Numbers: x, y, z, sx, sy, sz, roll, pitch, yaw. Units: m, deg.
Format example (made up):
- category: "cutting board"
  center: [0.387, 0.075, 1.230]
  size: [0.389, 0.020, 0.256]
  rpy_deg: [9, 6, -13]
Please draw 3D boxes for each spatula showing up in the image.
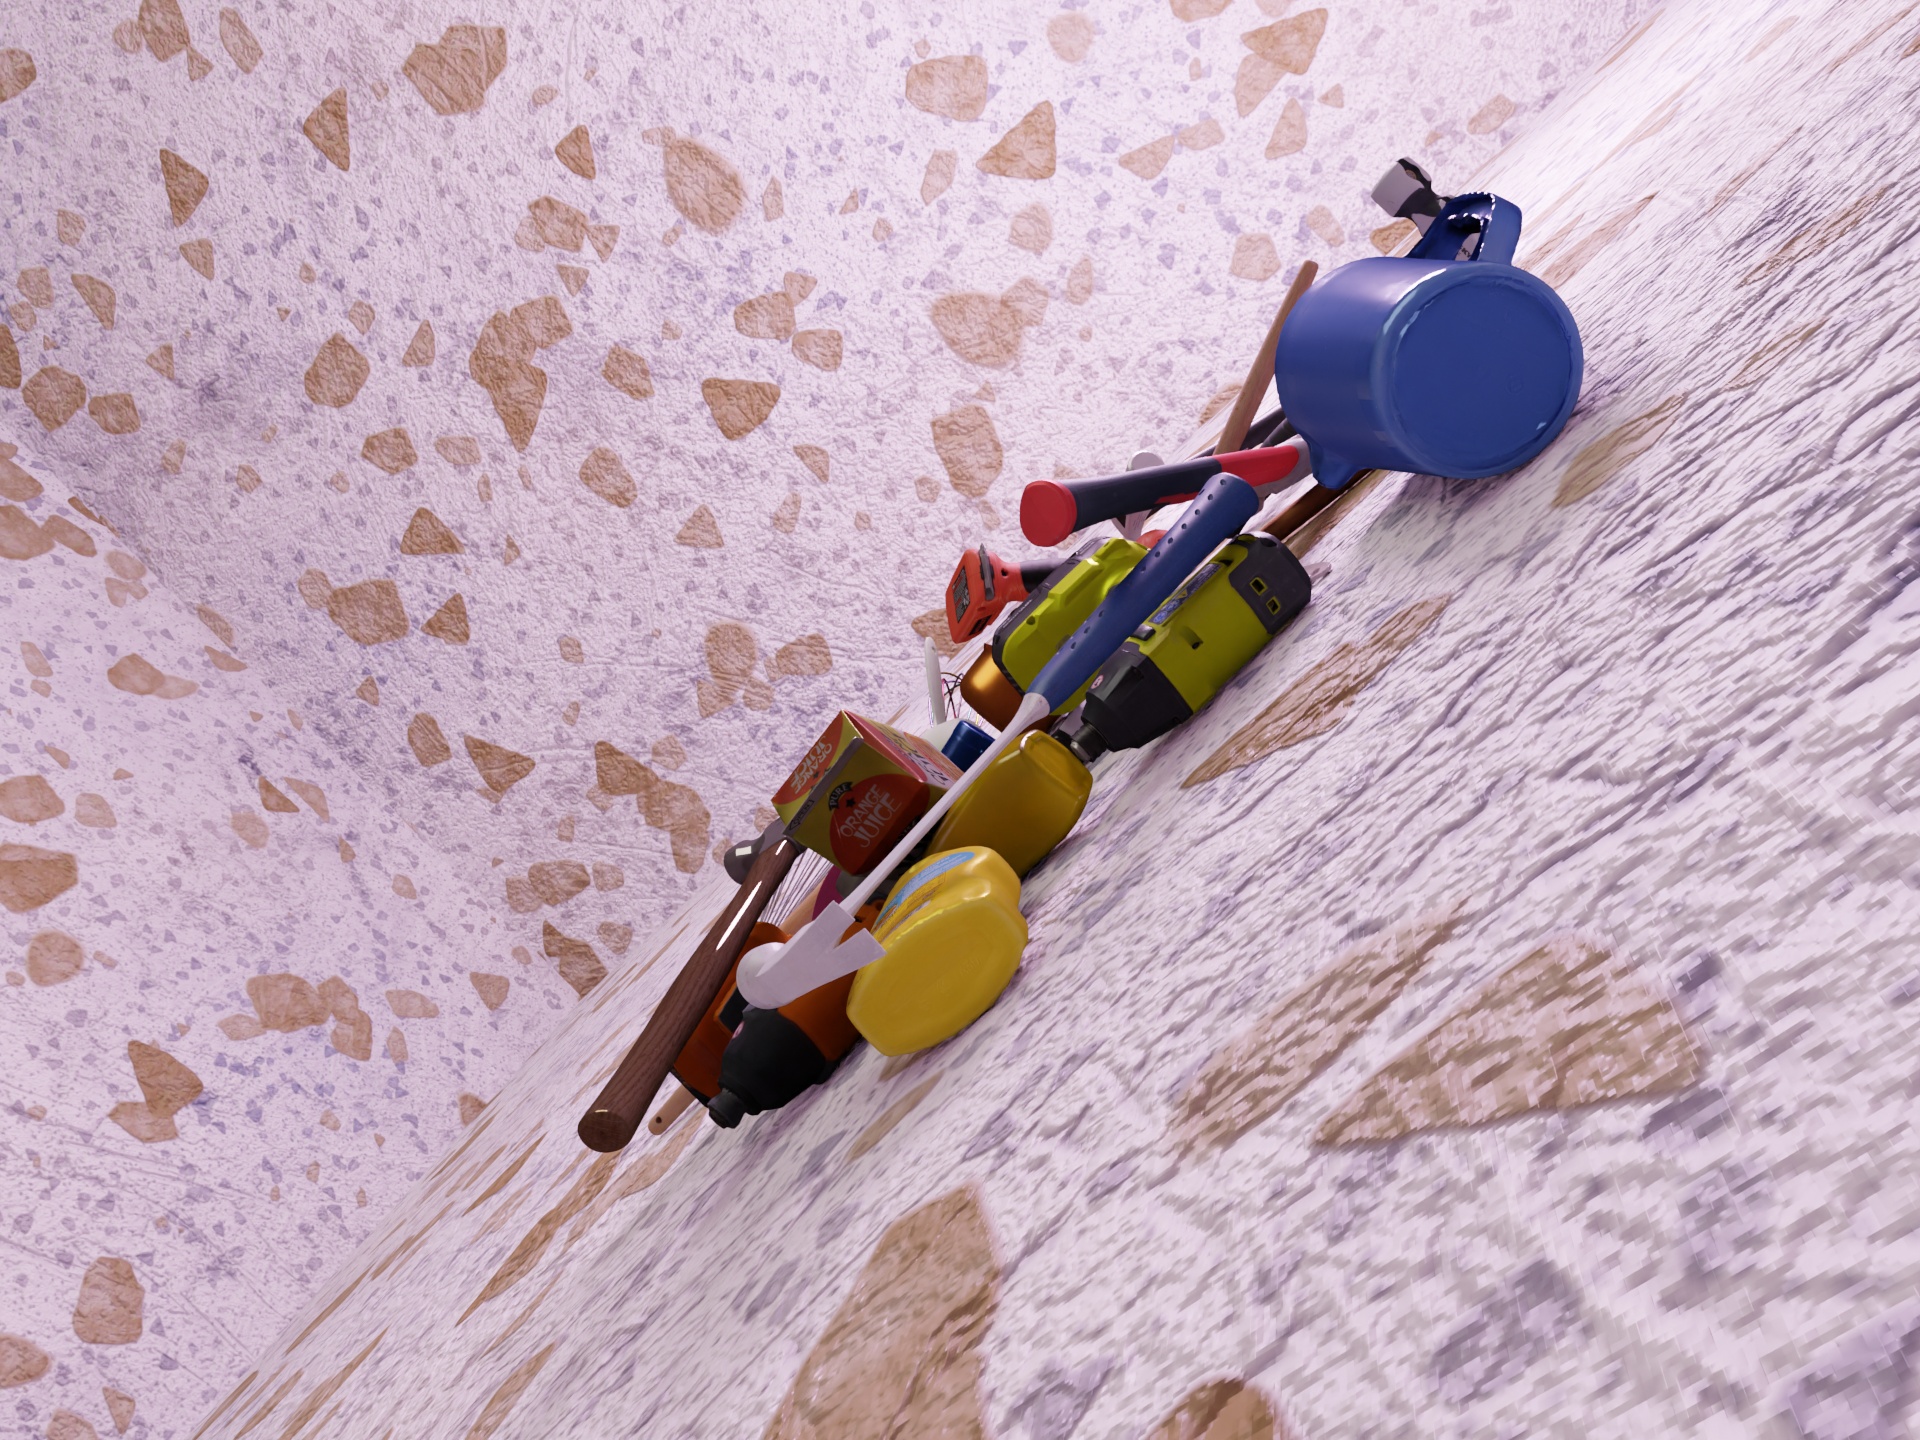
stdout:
- category: "spatula"
  center: [0.193, -0.207, 1.226]
  size: [0.082, 0.044, 0.317]
  rpy_deg: [-64, -2, -79]
- category: "spatula"
  center: [0.222, -0.141, 1.210]
  size: [0.322, 0.041, 0.081]
  rpy_deg: [-39, 4, 35]

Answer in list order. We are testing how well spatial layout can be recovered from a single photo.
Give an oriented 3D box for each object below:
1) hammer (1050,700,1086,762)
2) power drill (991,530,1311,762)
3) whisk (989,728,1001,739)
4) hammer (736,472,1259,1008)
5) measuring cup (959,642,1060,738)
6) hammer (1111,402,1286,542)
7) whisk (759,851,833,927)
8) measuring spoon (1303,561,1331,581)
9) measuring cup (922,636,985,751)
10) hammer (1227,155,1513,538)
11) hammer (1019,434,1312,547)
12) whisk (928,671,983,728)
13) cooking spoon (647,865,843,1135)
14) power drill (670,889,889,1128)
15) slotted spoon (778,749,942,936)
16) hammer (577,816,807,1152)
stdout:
- category: "hammer"
  center: [-0.019, 0.096, 1.205]
  size: [0.337, 0.034, 0.127]
  rpy_deg: [-41, 6, 29]
- category: "power drill"
  center: [0.107, -0.050, 1.025]
  size: [0.171, 0.080, 0.223]
  rpy_deg: [-43, 17, -7]
- category: "whisk"
  center: [-0.022, 0.073, 1.368]
  size: [0.059, 0.057, 0.246]
  rpy_deg: [9, 39, 39]
- category: "hammer"
  center: [0.038, -0.002, 0.861]
  size: [0.405, 0.035, 0.144]
  rpy_deg: [-46, 5, -24]
- category: "measuring cup"
  center: [0.045, -0.011, 1.396]
  size: [0.052, 0.095, 0.173]
  rpy_deg: [-50, -10, -5]
- category: "hammer"
  center: [0.272, -0.259, 1.424]
  size: [0.335, 0.035, 0.146]
  rpy_deg: [-32, -17, -16]
- category: "whisk"
  center: [-0.148, 0.155, 1.299]
  size: [0.284, 0.070, 0.070]
  rpy_deg: [-64, 6, -3]
- category: "measuring spoon"
  center: [0.204, -0.081, 1.034]
  size: [0.034, 0.018, 0.124]
  rpy_deg: [-48, 13, -24]
- category: "measuring cup"
  center: [-0.002, -0.004, 1.308]
  size: [0.038, 0.083, 0.168]
  rpy_deg: [-24, 57, 24]
- category: "hammer"
  center: [0.292, -0.251, 1.241]
  size: [0.036, 0.149, 0.408]
  rpy_deg: [-43, -5, -27]
- category: "hammer"
  center: [0.161, -0.163, 1.022]
  size: [0.143, 0.038, 0.386]
  rpy_deg: [-34, -7, 34]
- category: "whisk"
  center: [-0.014, 0.031, 1.351]
  size: [0.051, 0.047, 0.245]
  rpy_deg: [-20, 30, 18]
- category: "cooking spoon"
  center: [-0.134, 0.202, 1.188]
  size: [0.319, 0.069, 0.017]
  rpy_deg: [-48, -15, 15]
- category: "power drill"
  center: [-0.124, 0.191, 1.008]
  size: [0.164, 0.084, 0.226]
  rpy_deg: [-47, 10, -28]
- category: "slotted spoon"
  center: [-0.097, 0.128, 1.227]
  size: [0.314, 0.031, 0.070]
  rpy_deg: [-46, 16, 6]
- category: "hammer"
  center: [-0.151, 0.145, 0.997]
  size: [0.130, 0.031, 0.331]
  rpy_deg: [-34, 14, 29]
